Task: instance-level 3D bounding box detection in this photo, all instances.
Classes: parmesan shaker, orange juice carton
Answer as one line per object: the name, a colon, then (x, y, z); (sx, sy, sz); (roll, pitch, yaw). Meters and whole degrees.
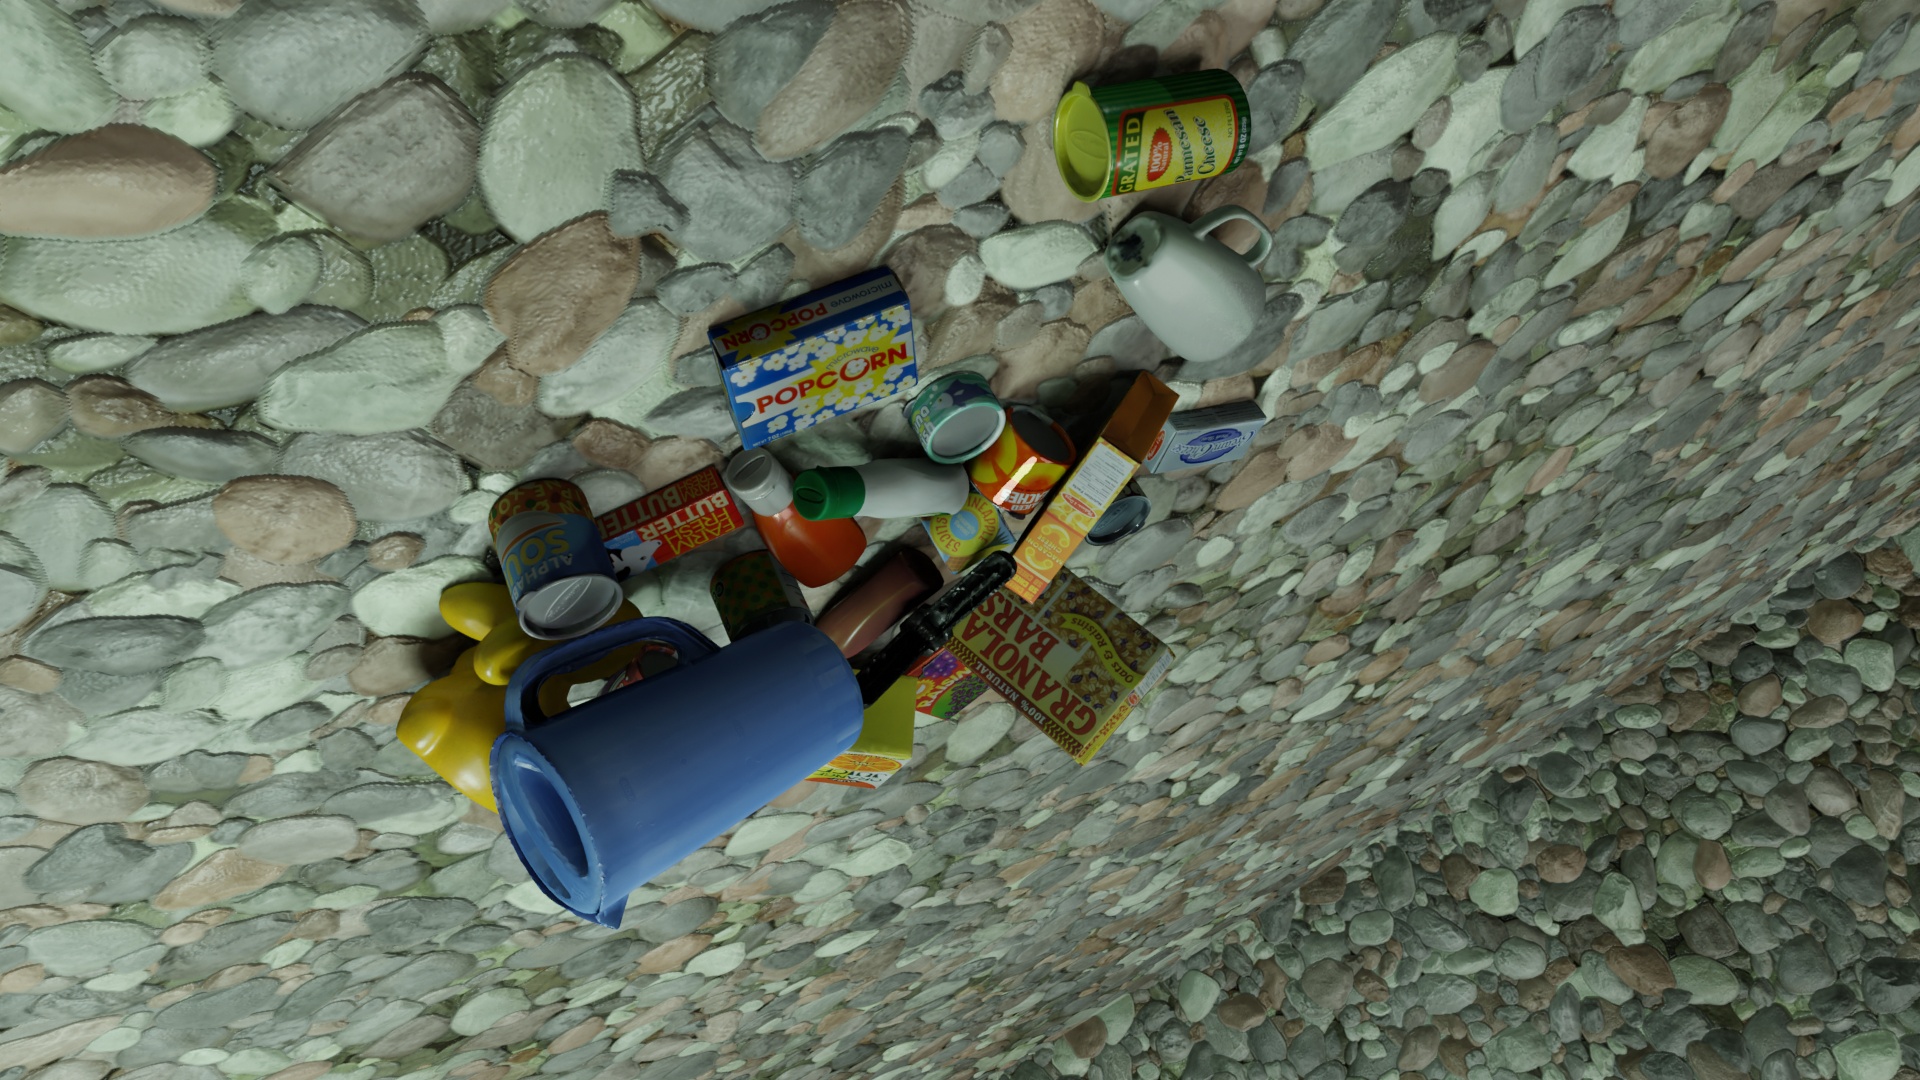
parmesan shaker: (0.117, -0.250, 0.846); (0.103, 0.071, 0.071); (-16, 147, -21)
orange juice carton: (-0.096, 0.175, 1.244); (0.072, 0.073, 0.192); (9, 158, -13)

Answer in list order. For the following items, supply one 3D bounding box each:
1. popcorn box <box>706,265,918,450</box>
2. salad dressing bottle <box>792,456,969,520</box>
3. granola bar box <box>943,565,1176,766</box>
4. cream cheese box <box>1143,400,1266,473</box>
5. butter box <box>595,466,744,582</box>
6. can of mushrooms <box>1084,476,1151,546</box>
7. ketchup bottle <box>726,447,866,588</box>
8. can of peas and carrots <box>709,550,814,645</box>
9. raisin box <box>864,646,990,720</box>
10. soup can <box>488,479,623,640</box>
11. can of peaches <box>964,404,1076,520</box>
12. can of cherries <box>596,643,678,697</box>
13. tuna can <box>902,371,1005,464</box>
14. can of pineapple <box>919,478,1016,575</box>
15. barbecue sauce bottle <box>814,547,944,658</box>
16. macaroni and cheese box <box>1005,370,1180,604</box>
popcorn box: (-0.092, -0.117, 0.895); (0.127, 0.038, 0.084); (-23, 150, -12)
salad dressing bottle: (-0.057, -0.037, 1.007); (0.148, 0.064, 0.044); (-6, 108, -50)
granola bar box: (0.084, 0.096, 1.205); (0.124, 0.166, 0.039); (-49, 150, -5)
cream cheese box: (0.211, -0.090, 1.204); (0.104, 0.024, 0.053); (-11, 145, -29)
butter box: (-0.207, -0.010, 0.972); (0.103, 0.024, 0.053); (-25, 150, -6)
can of mushrooms: (0.132, -0.028, 1.221); (0.071, 0.033, 0.070); (-21, 148, -14)
ketchup bottle: (-0.122, -0.018, 1.012); (0.065, 0.044, 0.148); (-39, 149, -2)
can of peas and carrots: (-0.156, 0.051, 1.072); (0.071, 0.059, 0.070); (-20, 148, -13)
raisin box: (-0.021, 0.124, 1.313); (0.086, 0.040, 0.123); (-38, 148, 16)
soup can: (-0.264, 0.011, 0.897); (0.071, 0.084, 0.071); (-21, 148, -14)
can of peaches: (0.048, -0.061, 1.064); (0.071, 0.071, 0.057); (6, 134, -44)
can of cherries: (-0.246, 0.124, 1.096); (0.058, 0.072, 0.071); (-44, 147, 23)
tuna can: (-0.004, -0.089, 1.016); (0.071, 0.033, 0.070); (-22, 149, -14)
can of pineapple: (0.004, -0.014, 1.100); (0.058, 0.071, 0.070); (-30, 150, 1)
barbecue sauce bottle: (-0.085, 0.066, 1.168); (0.148, 0.044, 0.065); (-39, 163, 17)
macaroni and cheese box: (0.101, -0.043, 1.105); (0.165, 0.040, 0.124); (-55, 179, 37)
